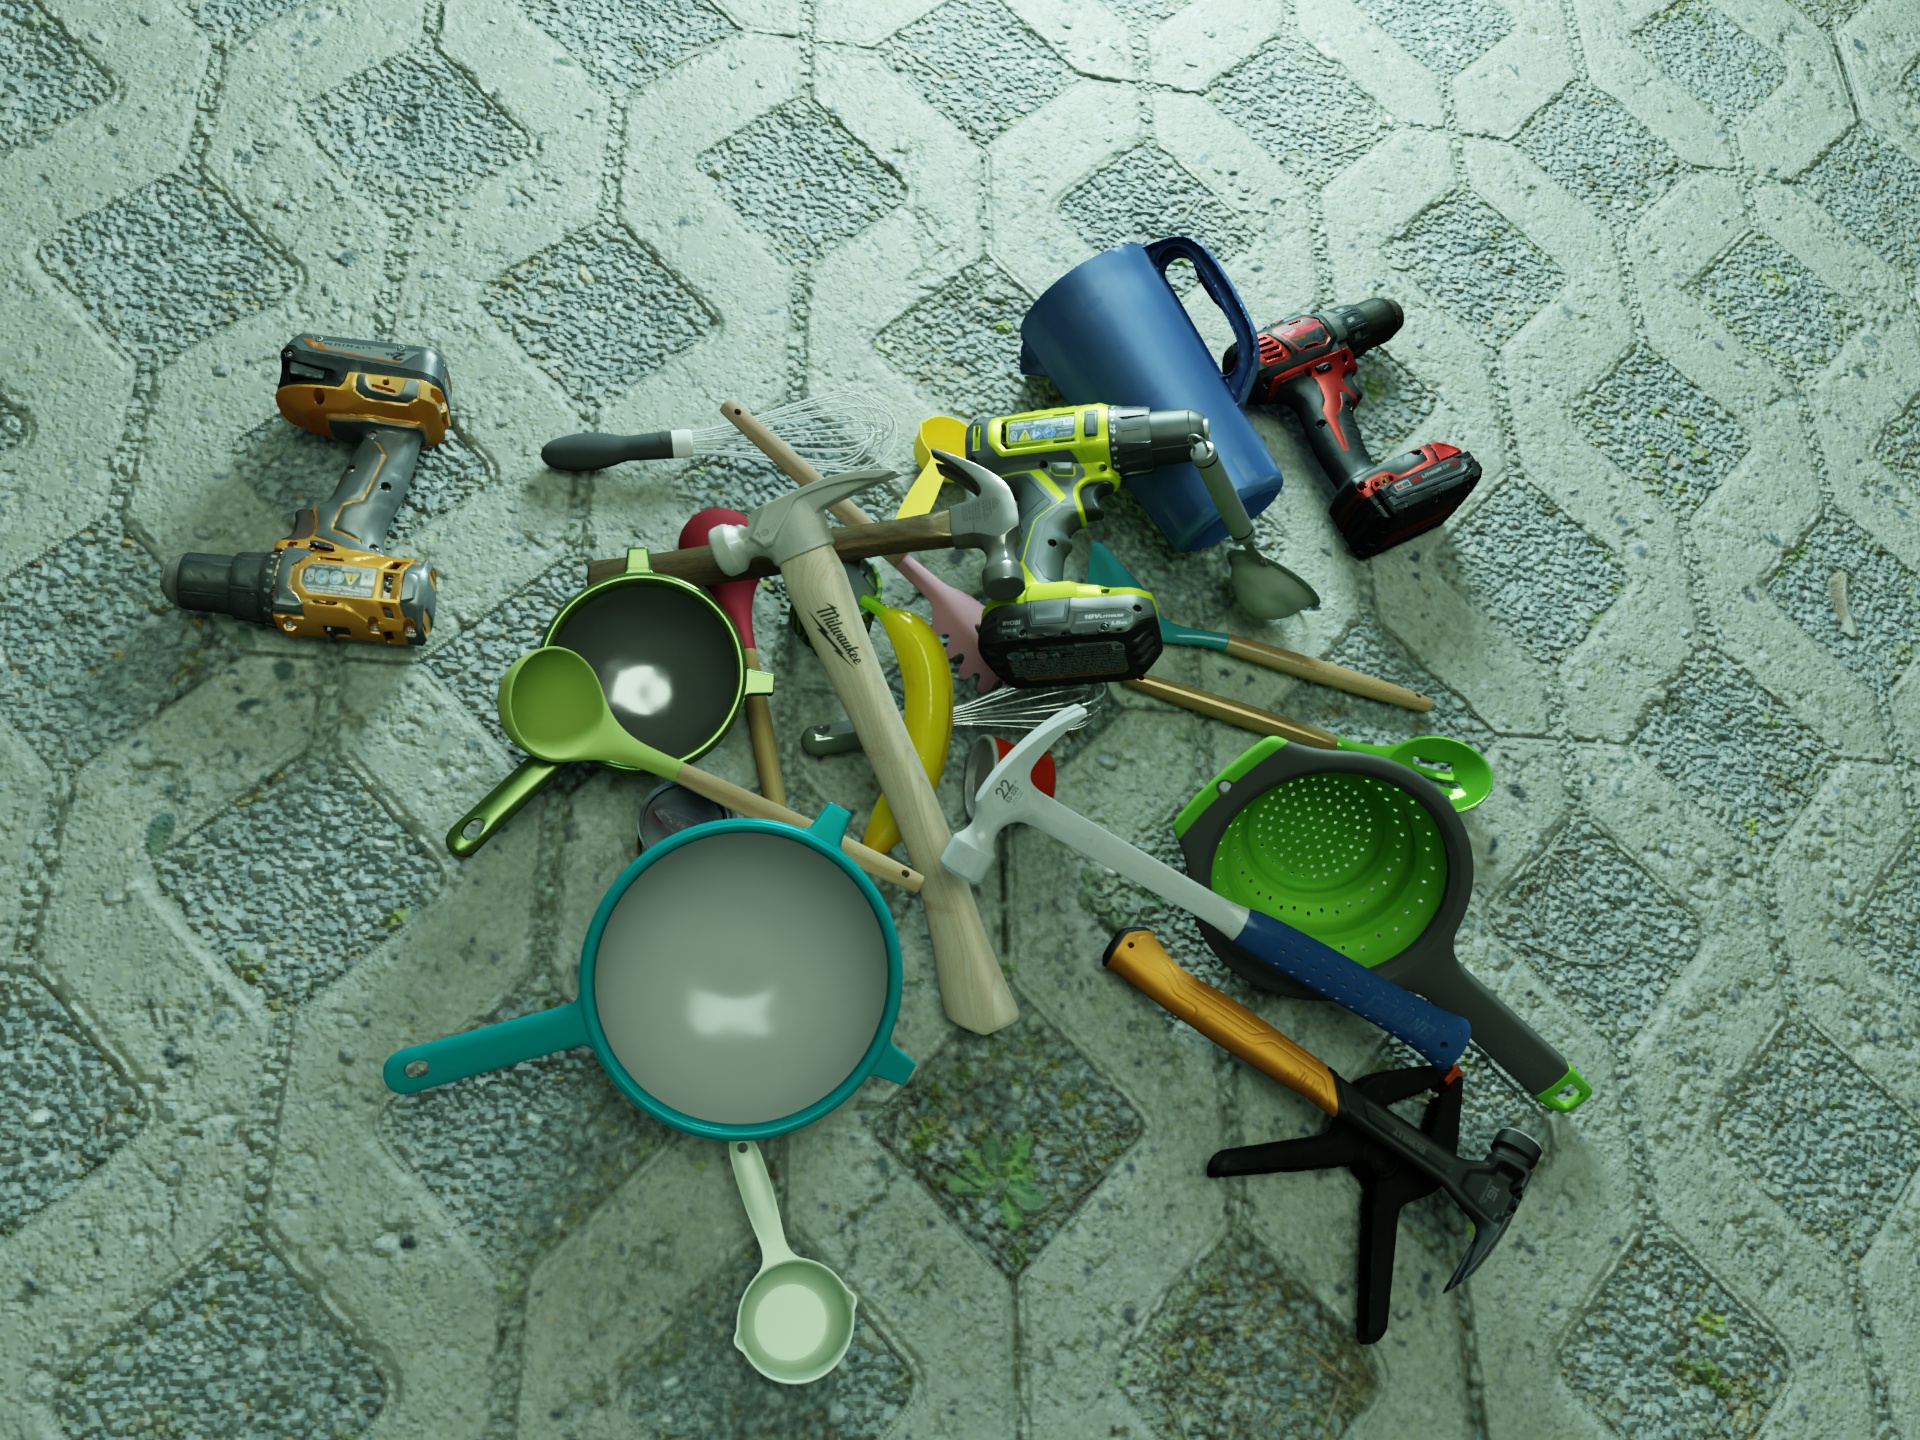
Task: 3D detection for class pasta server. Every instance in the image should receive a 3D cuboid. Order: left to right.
[{"bbox_3d":[-0.068,-0.140,1.251,0.316,0.040,0.060,41,65,-1],"label":"pasta server"}]

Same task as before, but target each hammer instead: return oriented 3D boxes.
[{"bbox_3d":[-0.119,-0.130,1.197,0.331,0.031,0.130,-8,59,6],"label":"hammer"},{"bbox_3d":[-0.039,0.025,1.140,0.146,0.038,0.410,-22,90,11],"label":"hammer"},{"bbox_3d":[0.194,0.135,1.132,0.405,0.035,0.144,30,95,-11],"label":"hammer"},{"bbox_3d":[0.244,0.261,1.146,0.337,0.034,0.127,34,58,13],"label":"hammer"}]

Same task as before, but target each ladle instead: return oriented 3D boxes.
[{"bbox_3d":[-0.169,0.043,1.098,0.320,0.062,0.078,25,63,-4],"label":"ladle"},{"bbox_3d":[-0.160,-0.028,1.213,0.069,0.031,0.316,-8,71,-15],"label":"ladle"}]

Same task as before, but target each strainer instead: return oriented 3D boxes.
[{"bbox_3d":[-0.268,0.008,1.158,0.151,0.069,0.256,44,78,4],"label":"strainer"},{"bbox_3d":[-0.209,0.187,1.074,0.340,0.095,0.211,-15,91,-7],"label":"strainer"},{"bbox_3d":[0.223,-0.142,1.253,0.087,0.258,0.050,25,74,39],"label":"strainer"}]

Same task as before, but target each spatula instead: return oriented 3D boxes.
[{"bbox_3d":[0.247,-0.063,1.309,0.317,0.044,0.082,16,43,-7],"label":"spatula"}]

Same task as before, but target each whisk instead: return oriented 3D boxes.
[{"bbox_3d":[-0.191,-0.225,1.276,0.284,0.070,0.070,-6,69,-10],"label":"whisk"},{"bbox_3d":[-0.002,-0.004,1.228,0.246,0.059,0.058,-10,32,-12],"label":"whisk"}]

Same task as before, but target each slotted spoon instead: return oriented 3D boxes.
[{"bbox_3d":[0.280,0.010,1.296,0.313,0.031,0.070,18,64,-3],"label":"slotted spoon"}]

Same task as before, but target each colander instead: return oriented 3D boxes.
[{"bbox_3d":[0.331,0.153,1.210,0.397,0.204,0.094,41,20,-12],"label":"colander"}]

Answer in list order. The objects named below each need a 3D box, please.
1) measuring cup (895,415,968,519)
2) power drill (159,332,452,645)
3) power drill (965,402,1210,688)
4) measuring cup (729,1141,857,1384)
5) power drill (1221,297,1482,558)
[{"bbox_3d":[-0.028,-0.189,1.291,0.062,0.029,0.157,29,51,-5],"label":"measuring cup"},{"bbox_3d":[-0.475,-0.168,1.174,0.185,0.084,0.226,4,71,-9],"label":"power drill"},{"bbox_3d":[0.099,-0.146,1.223,0.190,0.080,0.229,-4,62,12],"label":"power drill"},{"bbox_3d":[-0.125,0.352,1.052,0.083,0.038,0.168,-15,69,-18],"label":"measuring cup"},{"bbox_3d":[0.361,-0.273,1.410,0.188,0.080,0.227,-24,72,-21],"label":"power drill"}]
